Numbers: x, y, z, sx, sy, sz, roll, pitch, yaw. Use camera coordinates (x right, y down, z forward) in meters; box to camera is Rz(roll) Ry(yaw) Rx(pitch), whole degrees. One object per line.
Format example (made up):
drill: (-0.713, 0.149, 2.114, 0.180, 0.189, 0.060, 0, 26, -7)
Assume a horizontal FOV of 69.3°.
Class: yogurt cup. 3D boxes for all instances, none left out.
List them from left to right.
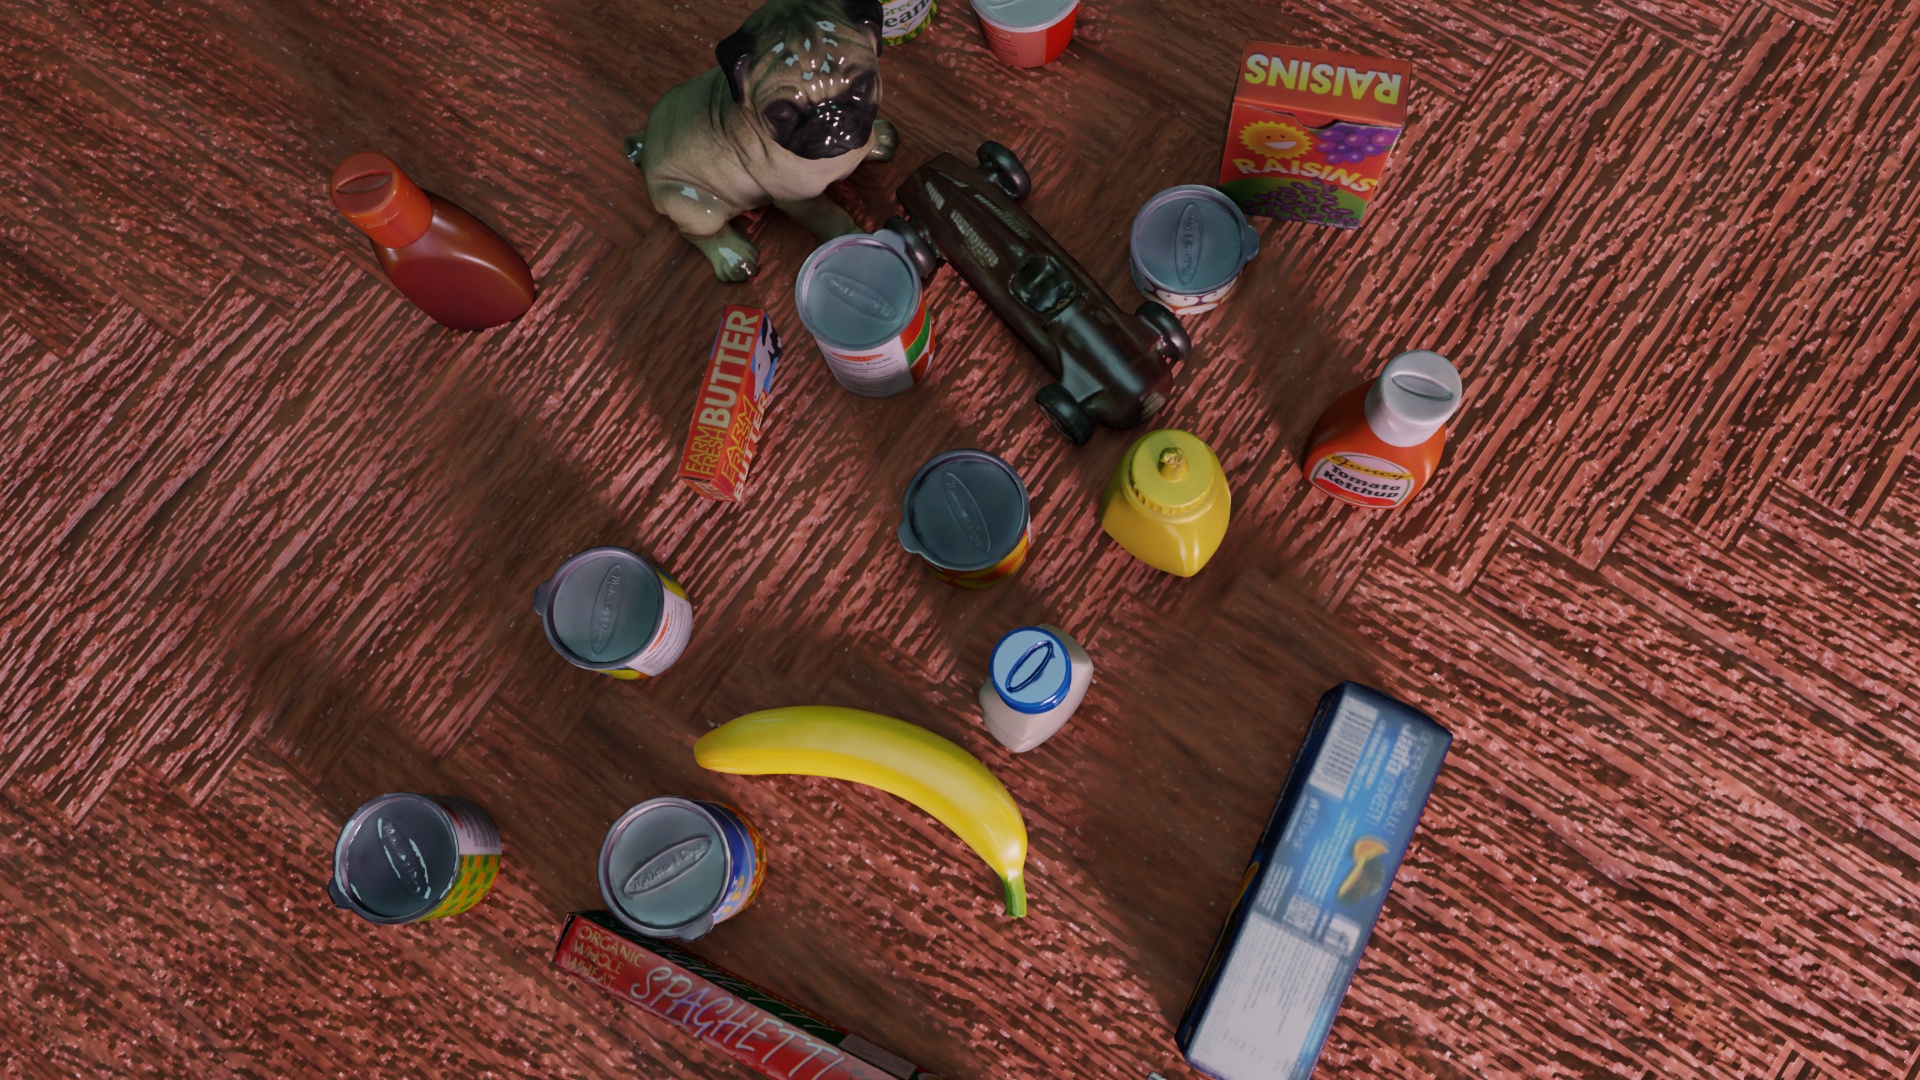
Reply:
yogurt cup: (0.039, -0.316, 0.816, 0.072, 0.054, 0.072, -1, 77, 5)

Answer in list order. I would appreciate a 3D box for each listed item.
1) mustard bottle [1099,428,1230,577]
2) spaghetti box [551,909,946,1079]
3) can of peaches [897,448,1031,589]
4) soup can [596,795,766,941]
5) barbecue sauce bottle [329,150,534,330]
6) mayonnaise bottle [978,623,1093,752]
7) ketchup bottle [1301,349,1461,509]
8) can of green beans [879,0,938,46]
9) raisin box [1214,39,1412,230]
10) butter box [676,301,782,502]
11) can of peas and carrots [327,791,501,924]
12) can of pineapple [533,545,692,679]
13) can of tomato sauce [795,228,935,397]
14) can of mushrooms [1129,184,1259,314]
mustard bottle: (0.104, -0.023, 0.689, 0.065, 0.160, 0.049, 31, 82, 10)
spaghetti box: (-0.088, 0.251, 0.699, 0.250, 0.050, 0.029, 23, 81, 9)
can of peaches: (0.003, -0.009, 0.747, 0.071, 0.058, 0.071, -1, 77, 5)
soup can: (-0.138, 0.167, 0.705, 0.071, 0.083, 0.071, -1, 78, 5)
barbecue sauce bottle: (-0.289, -0.161, 0.759, 0.065, 0.148, 0.044, -12, 77, 2)
mayonnaise bottle: (0.036, 0.070, 0.680, 0.041, 0.148, 0.065, 41, 84, 12)
ketchup bottle: (0.213, -0.055, 0.693, 0.065, 0.148, 0.043, 18, 80, 8)
can of green beans: (-0.048, -0.338, 0.826, 0.071, 0.057, 0.071, -1, 77, 5)
raisin box: (0.184, -0.214, 0.745, 0.086, 0.123, 0.040, 11, 79, 7)
butter box: (-0.127, -0.076, 0.775, 0.024, 0.053, 0.103, 12, 79, 7)
can of peas and carrots: (-0.286, 0.168, 0.730, 0.071, 0.058, 0.071, -1, 77, 5)
can of pineapple: (-0.186, 0.039, 0.751, 0.071, 0.057, 0.071, -1, 77, 5)
can of tomato sauce: (-0.050, -0.124, 0.764, 0.071, 0.083, 0.071, -1, 78, 5)
can of mushrooms: (0.131, -0.163, 0.784, 0.071, 0.033, 0.071, -1, 77, 5)
